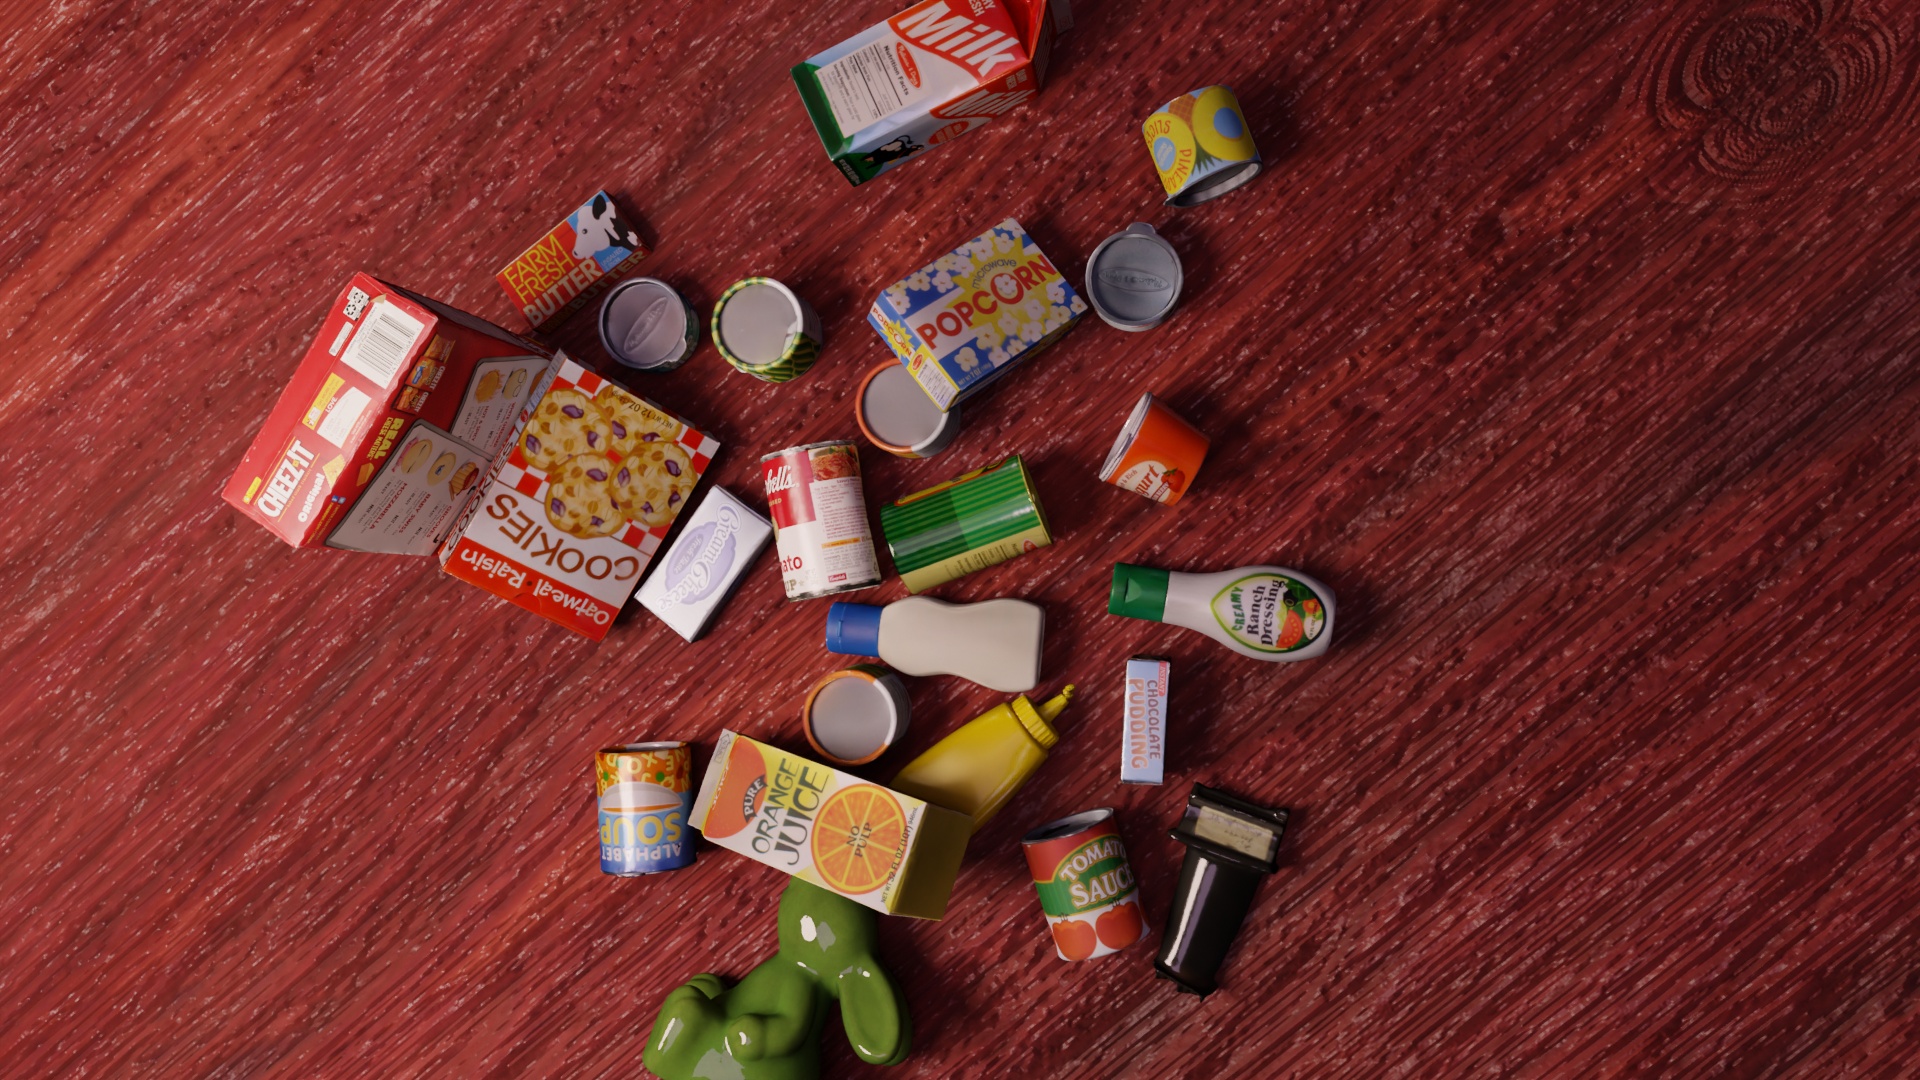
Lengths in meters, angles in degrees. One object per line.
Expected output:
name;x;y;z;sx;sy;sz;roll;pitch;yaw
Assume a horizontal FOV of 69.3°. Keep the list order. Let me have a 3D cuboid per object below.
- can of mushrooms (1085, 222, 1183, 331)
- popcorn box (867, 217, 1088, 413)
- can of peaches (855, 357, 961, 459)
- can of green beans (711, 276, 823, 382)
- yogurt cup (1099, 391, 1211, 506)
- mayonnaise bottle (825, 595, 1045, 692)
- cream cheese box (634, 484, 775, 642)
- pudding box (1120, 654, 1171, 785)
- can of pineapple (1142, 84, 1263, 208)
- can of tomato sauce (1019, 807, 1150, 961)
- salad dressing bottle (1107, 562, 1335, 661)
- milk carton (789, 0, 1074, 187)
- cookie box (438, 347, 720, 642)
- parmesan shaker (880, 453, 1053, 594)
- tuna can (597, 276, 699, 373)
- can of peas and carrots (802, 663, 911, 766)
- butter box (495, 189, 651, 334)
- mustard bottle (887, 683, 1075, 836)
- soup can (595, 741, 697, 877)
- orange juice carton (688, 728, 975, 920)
can of mushrooms;0.120;-0.180;0.955;0.071;0.033;0.071;0;89;8
popcorn box;0.012;-0.153;0.934;0.127;0.038;0.085;-36;83;-29
can of peaches;-0.038;-0.092;0.960;0.071;0.058;0.071;0;89;7
can of green beans;-0.135;-0.147;0.974;0.071;0.058;0.071;0;89;8
yogurt cup;0.133;-0.059;0.936;0.054;0.072;0.072;29;93;-1
mayonnaise bottle;-0.017;0.067;0.963;0.148;0.041;0.064;5;88;9
cream cheese box;-0.181;0.016;0.993;0.053;0.024;0.103;36;93;6
pudding box;0.125;0.120;0.938;0.030;0.049;0.083;4;88;9
can of pineapple;0.161;-0.264;0.934;0.071;0.071;0.058;-21;85;7
can of tomato sauce;0.085;0.230;0.930;0.071;0.071;0.083;-18;87;7
salad dressing bottle;0.175;0.044;0.937;0.148;0.044;0.064;9;88;8
milk carton;-0.011;-0.324;0.956;0.190;0.072;0.073;-25;86;7
cookie box;-0.264;-0.029;0.966;0.123;0.040;0.167;30;93;-29
parmesan shaker;0.003;-0.012;0.946;0.103;0.071;0.071;-20;86;7
tuna can;-0.221;-0.152;0.998;0.071;0.033;0.071;0;89;7
can of peas and carrots;-0.073;0.121;0.959;0.071;0.059;0.071;0;88;7
butter box;-0.282;-0.202;1.012;0.103;0.024;0.053;-37;84;5
mustard bottle;0.019;0.152;0.951;0.160;0.049;0.065;-39;77;4
soup can;-0.220;0.186;0.970;0.071;0.071;0.083;-4;88;7
orange juice carton;-0.096;0.183;0.917;0.193;0.073;0.072;14;79;29
